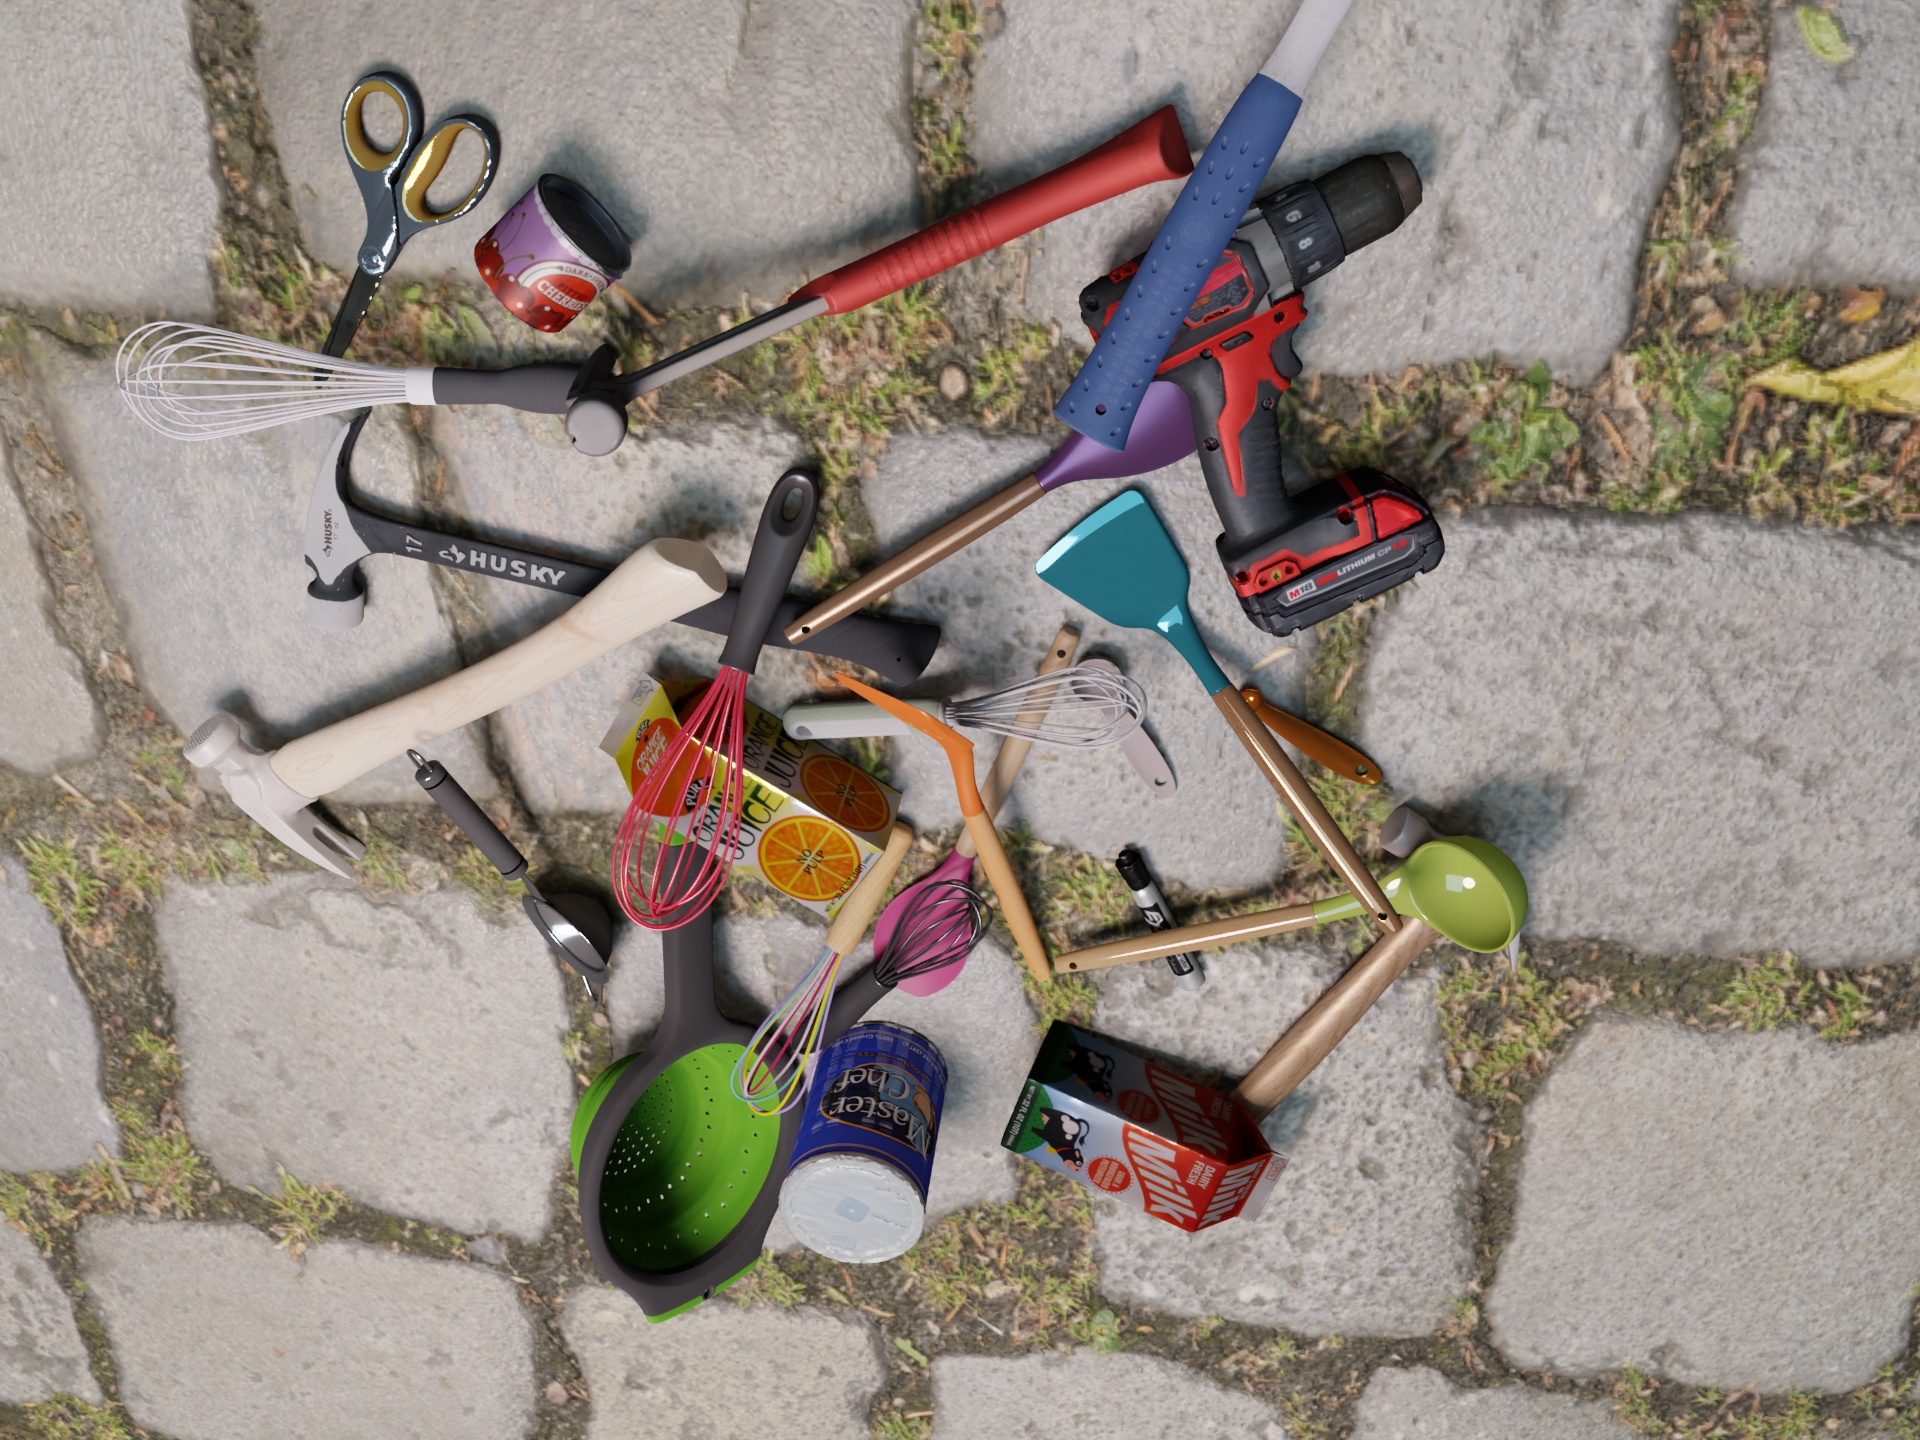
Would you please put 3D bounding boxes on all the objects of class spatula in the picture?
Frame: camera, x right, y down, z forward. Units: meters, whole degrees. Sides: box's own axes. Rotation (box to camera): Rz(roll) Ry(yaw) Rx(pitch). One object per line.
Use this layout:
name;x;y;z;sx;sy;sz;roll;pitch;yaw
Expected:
spatula;0.008;0.078;1.030;0.081;0.041;0.322;24;150;39
spatula;0.027;-0.127;0.948;0.316;0.018;0.059;-29;113;14
spatula;0.172;0.005;0.975;0.082;0.044;0.317;-37;89;21

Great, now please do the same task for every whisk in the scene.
whisk;-0.142;-0.013;0.967;0.073;0.073;0.296;19;90;-4
whisk;-0.002;-0.003;1.010;0.246;0.059;0.057;-3;142;21
whisk;-0.056;0.181;1.125;0.055;0.055;0.239;35;129;-13
whisk;-0.350;-0.200;0.939;0.284;0.070;0.070;0;120;-5
whisk;-0.098;0.175;1.119;0.051;0.047;0.245;23;105;-19

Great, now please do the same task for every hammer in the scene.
hammer;0.266;0.208;1.118;0.130;0.031;0.331;29;120;-9
hammer;-0.315;-0.010;1.033;0.410;0.038;0.146;-23;126;24
hammer;-0.214;-0.088;1.009;0.409;0.036;0.149;12;120;0
hammer;-0.047;-0.244;0.869;0.359;0.149;0.036;-23;116;6
hammer;0.156;-0.322;0.775;0.144;0.035;0.405;28;106;-7

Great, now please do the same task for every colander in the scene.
colander;-0.219;0.232;1.159;0.094;0.204;0.397;13;109;40

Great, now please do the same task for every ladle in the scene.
ladle;0.206;0.137;1.041;0.320;0.062;0.078;-15;106;23

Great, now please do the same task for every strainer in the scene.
strainer;-0.303;0.105;1.101;0.087;0.050;0.258;16;147;41

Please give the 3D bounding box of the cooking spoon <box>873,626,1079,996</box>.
cooking spoon;0.013;0.069;1.078;0.069;0.017;0.318;27;120;4

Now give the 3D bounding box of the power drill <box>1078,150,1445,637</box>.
power drill;0.191;-0.181;0.877;0.188;0.080;0.226;-26;110;10

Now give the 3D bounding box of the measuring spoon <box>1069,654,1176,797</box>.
measuring spoon;0.109;0.003;1.034;0.034;0.018;0.124;-25;121;18

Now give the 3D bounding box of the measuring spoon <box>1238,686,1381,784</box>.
measuring spoon;0.224;0.010;1.024;0.117;0.011;0.021;30;120;-14
